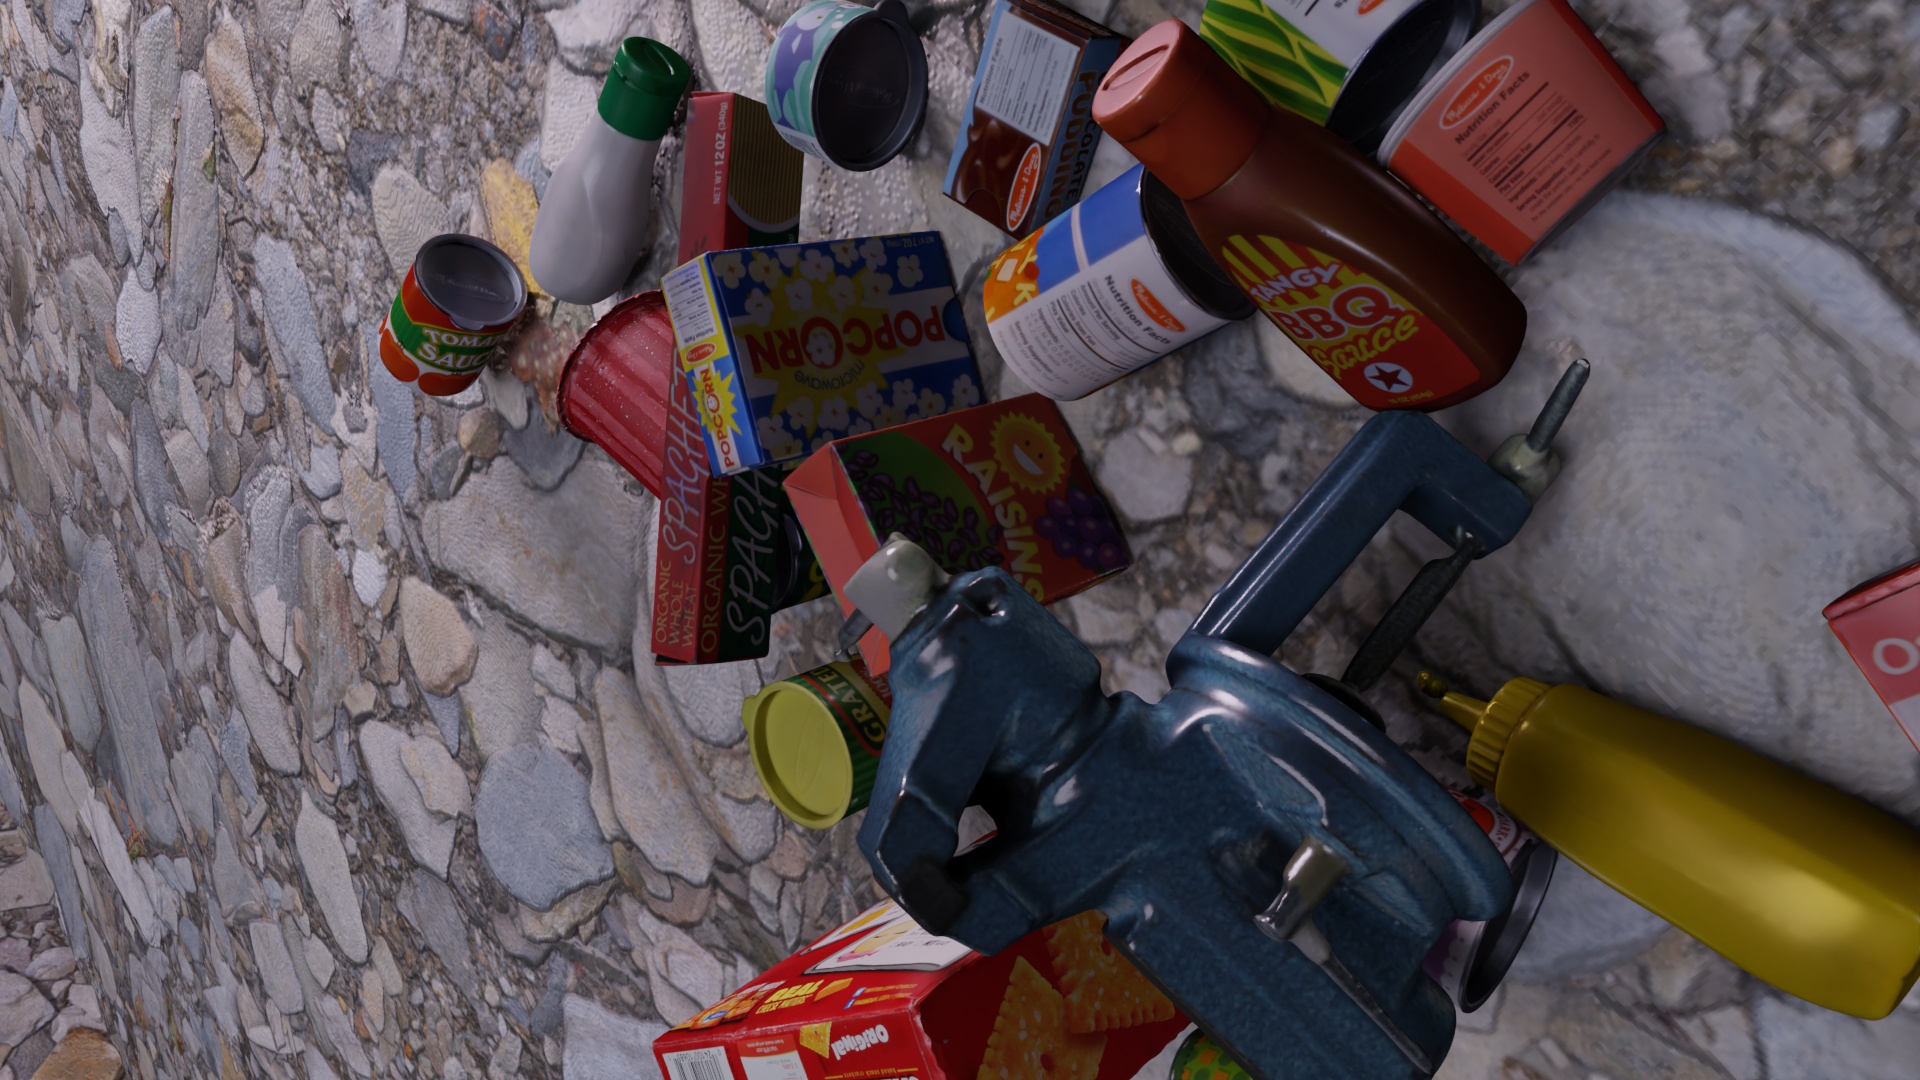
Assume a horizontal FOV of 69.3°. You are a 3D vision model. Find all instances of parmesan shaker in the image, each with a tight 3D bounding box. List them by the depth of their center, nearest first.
[{"bbox_3d":[-0.037,0.079,0.630,0.071,0.103,0.071,14,112,39],"label":"parmesan shaker"}]

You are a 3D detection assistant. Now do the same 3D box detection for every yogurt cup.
[{"bbox_3d":[0.166,-0.119,0.408,0.054,0.073,0.072,49,131,10],"label":"yogurt cup"}]

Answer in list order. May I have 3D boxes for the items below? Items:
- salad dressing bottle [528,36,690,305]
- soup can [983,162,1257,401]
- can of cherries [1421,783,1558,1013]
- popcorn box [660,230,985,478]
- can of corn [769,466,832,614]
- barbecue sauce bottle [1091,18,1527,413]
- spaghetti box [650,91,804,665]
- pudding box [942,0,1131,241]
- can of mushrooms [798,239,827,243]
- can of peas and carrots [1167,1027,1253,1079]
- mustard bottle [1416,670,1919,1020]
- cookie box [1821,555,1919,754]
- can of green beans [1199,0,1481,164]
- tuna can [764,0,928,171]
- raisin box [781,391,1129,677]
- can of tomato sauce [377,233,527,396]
[{"bbox_3d":[-0.184,-0.192,0.731,0.064,0.044,0.147,53,131,21],"label":"salad dressing bottle"},{"bbox_3d":[0.060,-0.098,0.514,0.083,0.071,0.071,-24,86,45],"label":"soup can"},{"bbox_3d":[0.163,0.116,0.478,0.058,0.072,0.071,26,119,37],"label":"can of cherries"},{"bbox_3d":[-0.055,-0.080,0.583,0.038,0.127,0.085,-13,93,48],"label":"popcorn box"},{"bbox_3d":[-0.079,-0.003,0.676,0.071,0.058,0.071,14,112,40],"label":"can of corn"},{"bbox_3d":[0.104,-0.096,0.424,0.064,0.148,0.044,-9,51,57],"label":"barbecue sauce bottle"},{"bbox_3d":[-0.102,-0.068,0.617,0.028,0.050,0.249,7,94,34],"label":"spaghetti box"},{"bbox_3d":[0.028,-0.166,0.547,0.050,0.030,0.083,37,125,28],"label":"pudding box"},{"bbox_3d":[-0.075,-0.111,0.658,0.071,0.033,0.070,15,113,40],"label":"can of mushrooms"},{"bbox_3d":[0.122,0.226,0.546,0.058,0.071,0.071,-19,89,44],"label":"can of peas and carrots"},{"bbox_3d":[0.211,0.081,0.428,0.160,0.065,0.048,31,118,42],"label":"mustard bottle"},{"bbox_3d":[0.319,0.059,0.332,0.122,0.040,0.167,-40,74,43],"label":"cookie box"},{"bbox_3d":[0.118,-0.161,0.438,0.058,0.071,0.071,48,130,23],"label":"can of green beans"},{"bbox_3d":[-0.047,-0.194,0.584,0.033,0.071,0.070,29,121,35],"label":"tuna can"},{"bbox_3d":[0.002,-0.007,0.553,0.040,0.124,0.086,-34,79,45],"label":"raisin box"},{"bbox_3d":[-0.312,-0.135,0.851,0.082,0.071,0.071,-38,76,44],"label":"can of tomato sauce"}]
